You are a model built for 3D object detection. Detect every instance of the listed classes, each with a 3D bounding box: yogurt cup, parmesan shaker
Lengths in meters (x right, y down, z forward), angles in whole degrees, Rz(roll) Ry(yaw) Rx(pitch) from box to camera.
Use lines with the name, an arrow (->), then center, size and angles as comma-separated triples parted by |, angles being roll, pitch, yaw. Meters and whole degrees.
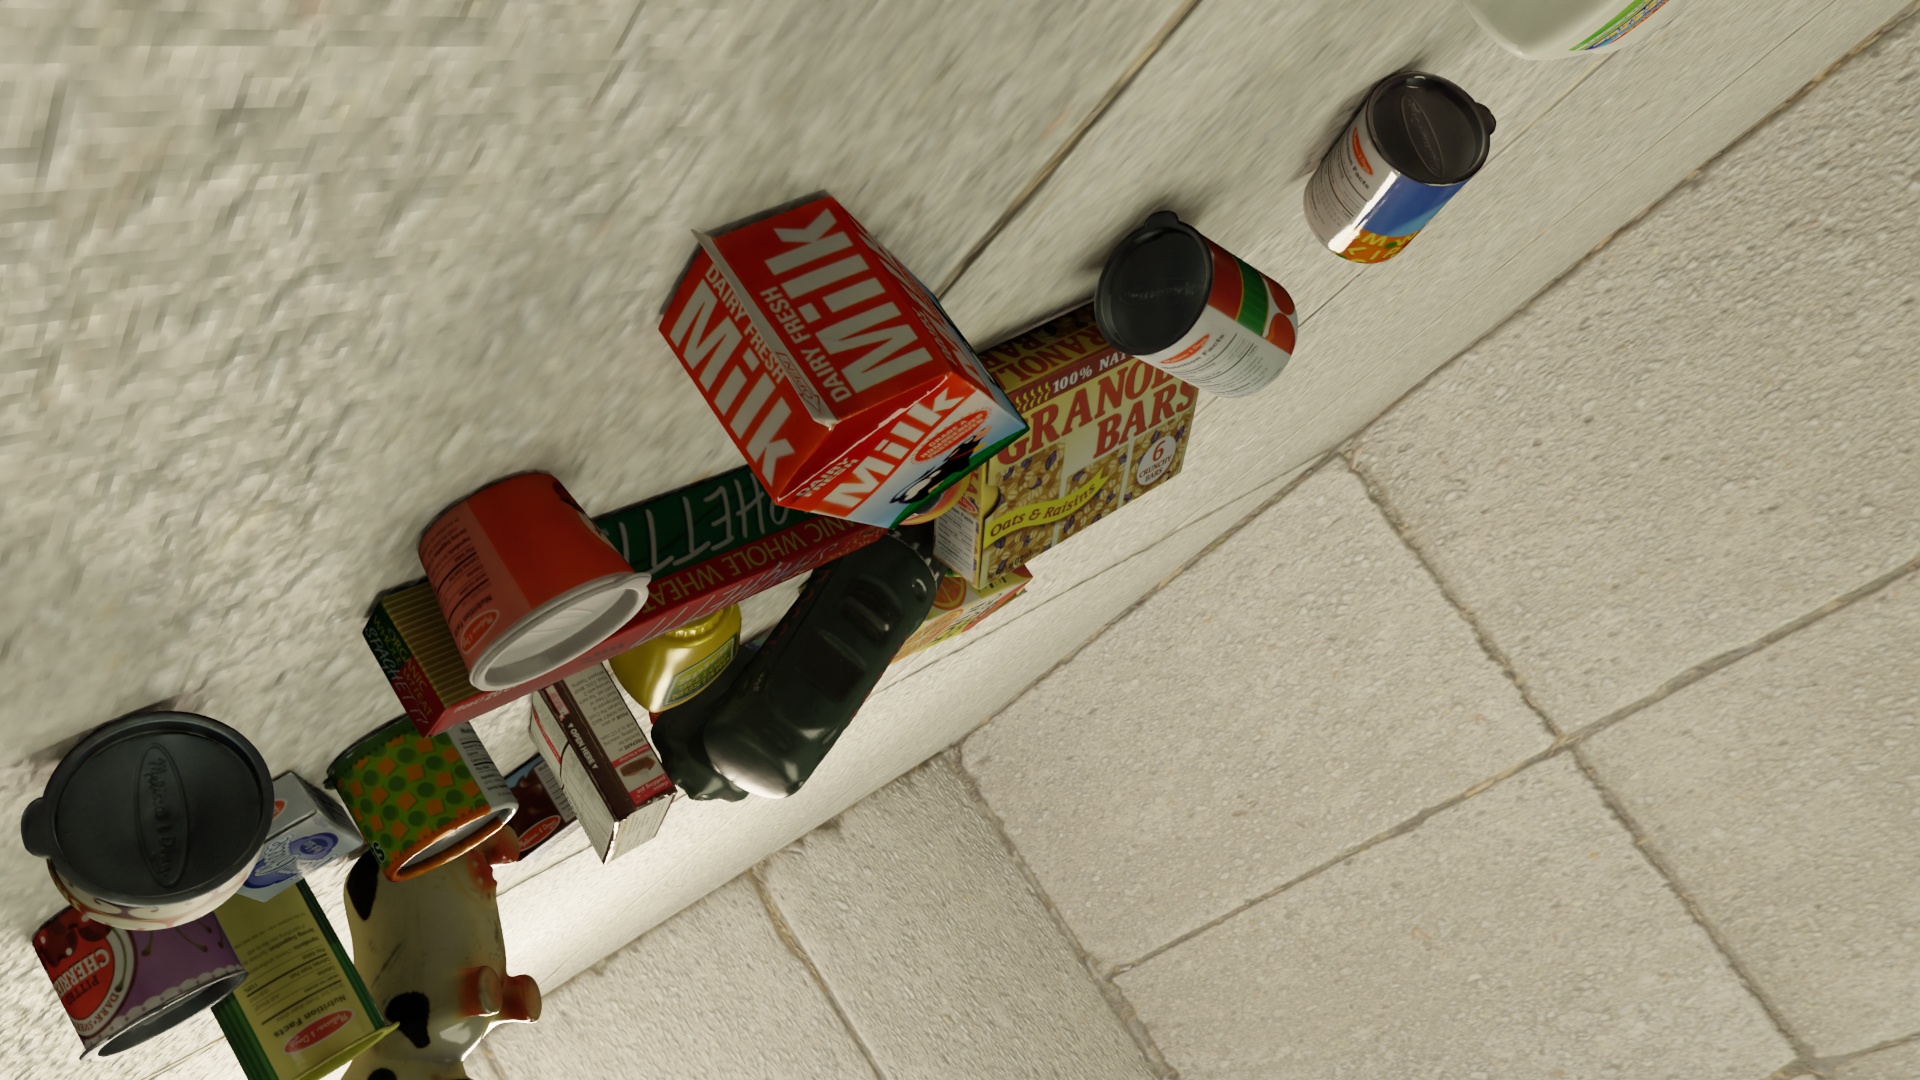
yogurt cup -> -0.153, 0.013, 0.490 | 0.072, 0.054, 0.072 | -34, 170, -7
parmesan shaker -> -0.347, 0.224, 0.714 | 0.071, 0.103, 0.071 | -33, 170, -7

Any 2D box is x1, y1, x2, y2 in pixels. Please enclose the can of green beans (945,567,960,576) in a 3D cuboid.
can of green beans -> 0.005, -0.012, 0.866 | 0.071, 0.071, 0.058 | -38, 169, 20

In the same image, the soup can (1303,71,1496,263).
soup can -> 0.230, -0.194, 0.732 | 0.071, 0.071, 0.083 | -32, 170, -17

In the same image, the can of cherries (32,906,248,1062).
can of cherries -> -0.361, 0.185, 0.609 | 0.071, 0.058, 0.071 | -33, 171, -6

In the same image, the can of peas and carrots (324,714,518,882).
can of peas and carrots -> -0.254, 0.120, 0.653 | 0.071, 0.059, 0.071 | -34, 170, -7

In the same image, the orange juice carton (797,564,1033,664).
orange juice carton -> -0.017, 0.026, 0.958 | 0.072, 0.072, 0.193 | -40, 169, 30

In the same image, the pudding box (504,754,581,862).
pudding box -> -0.250, 0.156, 0.868 | 0.084, 0.050, 0.030 | -36, 168, 2

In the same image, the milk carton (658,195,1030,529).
milk carton -> -0.038, -0.057, 0.484 | 0.073, 0.072, 0.190 | -36, 170, 8

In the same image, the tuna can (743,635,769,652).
tuna can -> -0.128, 0.094, 0.965 | 0.071, 0.033, 0.070 | -17, 150, -10

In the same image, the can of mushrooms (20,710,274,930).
can of mushrooms -> -0.268, 0.093, 0.461 | 0.071, 0.071, 0.033 | -27, 168, -39

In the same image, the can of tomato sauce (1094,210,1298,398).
can of tomato sauce -> 0.117, -0.113, 0.681 | 0.071, 0.071, 0.083 | -40, 145, 28

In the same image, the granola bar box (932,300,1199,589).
granola bar box -> 0.061, -0.061, 0.745 | 0.166, 0.039, 0.123 | -29, 140, -32

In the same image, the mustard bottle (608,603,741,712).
mustard bottle -> -0.139, 0.041, 0.684 | 0.065, 0.049, 0.159 | -36, 172, -22

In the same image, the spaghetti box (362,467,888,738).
spaghetti box -> -0.122, 0.009, 0.588 | 0.251, 0.050, 0.028 | -25, 167, -45

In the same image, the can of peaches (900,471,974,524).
can of peaches -> -0.028, -0.039, 0.610 | 0.071, 0.071, 0.058 | -36, 171, 7

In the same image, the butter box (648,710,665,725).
butter box -> -0.150, 0.112, 0.923 | 0.103, 0.024, 0.053 | 24, 127, -40

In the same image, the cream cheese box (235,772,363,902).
cream cheese box -> -0.315, 0.138, 0.640 | 0.053, 0.024, 0.103 | -31, 170, -20
